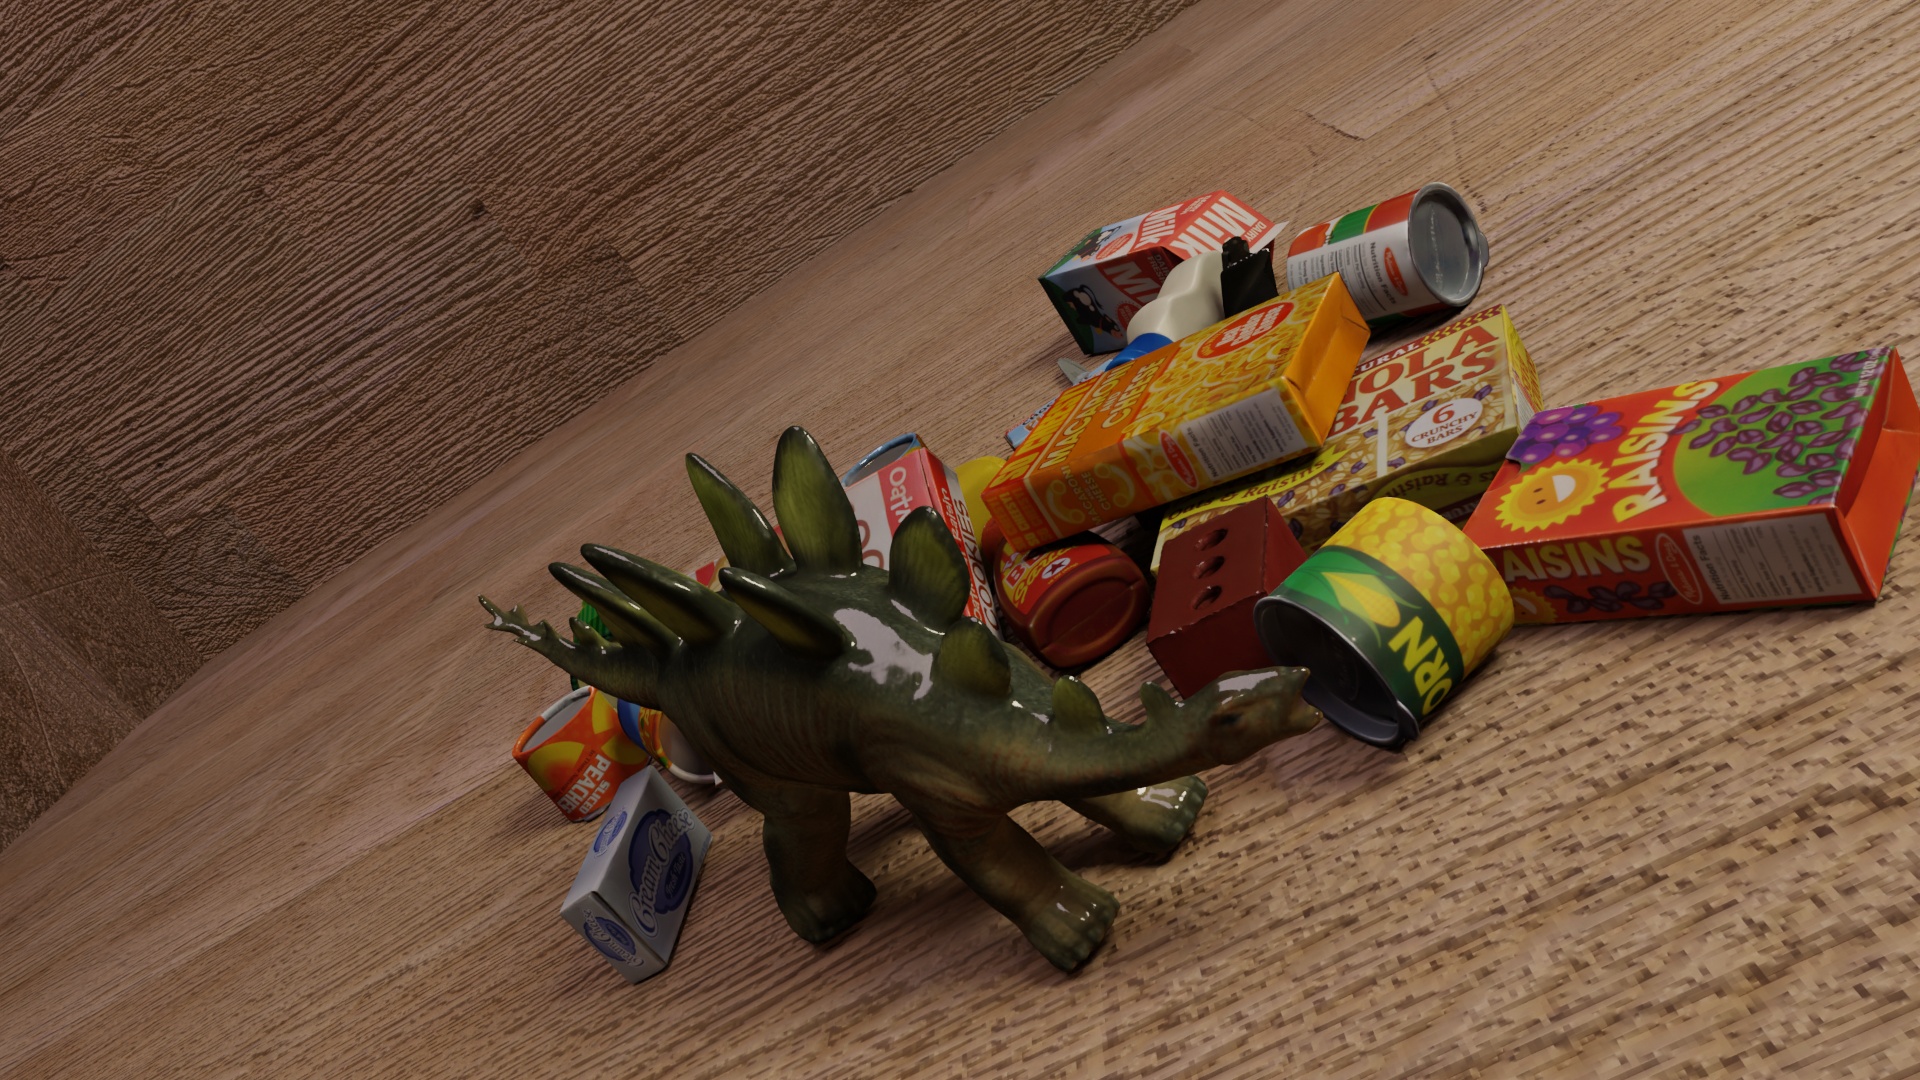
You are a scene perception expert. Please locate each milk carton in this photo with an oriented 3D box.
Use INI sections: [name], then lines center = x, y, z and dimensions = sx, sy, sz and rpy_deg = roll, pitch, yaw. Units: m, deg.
[milk carton]
center = 0.147, -0.190, 0.986
dimensions = 0.072, 0.073, 0.190
rpy_deg = -44, 21, -24

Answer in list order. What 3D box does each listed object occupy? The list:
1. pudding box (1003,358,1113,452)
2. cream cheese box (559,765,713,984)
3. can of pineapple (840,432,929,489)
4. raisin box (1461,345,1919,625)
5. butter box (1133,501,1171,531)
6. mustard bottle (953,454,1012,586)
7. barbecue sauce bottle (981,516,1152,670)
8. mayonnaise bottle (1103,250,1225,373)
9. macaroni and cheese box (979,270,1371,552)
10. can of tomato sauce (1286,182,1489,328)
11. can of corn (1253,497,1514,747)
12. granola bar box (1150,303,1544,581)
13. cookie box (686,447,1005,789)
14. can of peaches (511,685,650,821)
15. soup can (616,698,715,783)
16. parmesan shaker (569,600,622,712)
[pudding box]
center = 0.075, -0.067, 0.849
dimensions = 0.084, 0.049, 0.030
rpy_deg = -35, 20, 1
[cream cheese box]
center = -0.156, 0.162, 0.683
dimensions = 0.024, 0.053, 0.104
rpy_deg = -32, 19, 17
[can of pineapple]
center = -0.039, -0.033, 0.945
dimensions = 0.071, 0.057, 0.071
rpy_deg = -31, 19, 12
[raisin box]
center = 0.240, -0.015, 0.464
dimensions = 0.123, 0.040, 0.086
rpy_deg = -11, 31, 52
[butter box]
center = 0.118, -0.047, 0.767
dimensions = 0.053, 0.024, 0.104
rpy_deg = -28, 20, 19
[mustard bottle]
center = 0.003, -0.010, 0.820
dimensions = 0.048, 0.065, 0.161
rpy_deg = -18, 20, 33
[barbecue sauce bottle]
center = 0.045, 0.017, 0.707
dimensions = 0.065, 0.043, 0.149
rpy_deg = -35, 18, -2
[mayonnaise bottle]
center = 0.132, -0.124, 0.842
dimensions = 0.041, 0.064, 0.149
rpy_deg = -20, 16, 41
[macaroni and cheese box]
center = 0.105, -0.060, 0.674
dimensions = 0.166, 0.040, 0.124
rpy_deg = -21, 19, 36
[can of tomato sauce]
center = 0.233, -0.152, 0.763
dimensions = 0.083, 0.071, 0.071
rpy_deg = -9, 31, 53
[can of corn]
center = 0.147, 0.028, 0.477
dimensions = 0.058, 0.071, 0.071
rpy_deg = -40, 19, -14
[granola bar box]
center = 0.172, -0.034, 0.621
dimensions = 0.165, 0.039, 0.125
rpy_deg = -24, 21, 29
[cookie box]
center = -0.065, 0.044, 0.727
dimensions = 0.167, 0.040, 0.123
rpy_deg = -27, 61, 21
[can of peaches]
center = -0.241, 0.135, 0.881
dimensions = 0.071, 0.058, 0.071
rpy_deg = -31, 19, 12
[soup can]
center = -0.158, 0.098, 0.811
dimensions = 0.071, 0.071, 0.084
rpy_deg = -42, 20, -18
[parmesan shaker]
center = -0.251, 0.080, 1.009
dimensions = 0.071, 0.071, 0.103
rpy_deg = -36, 19, -3
